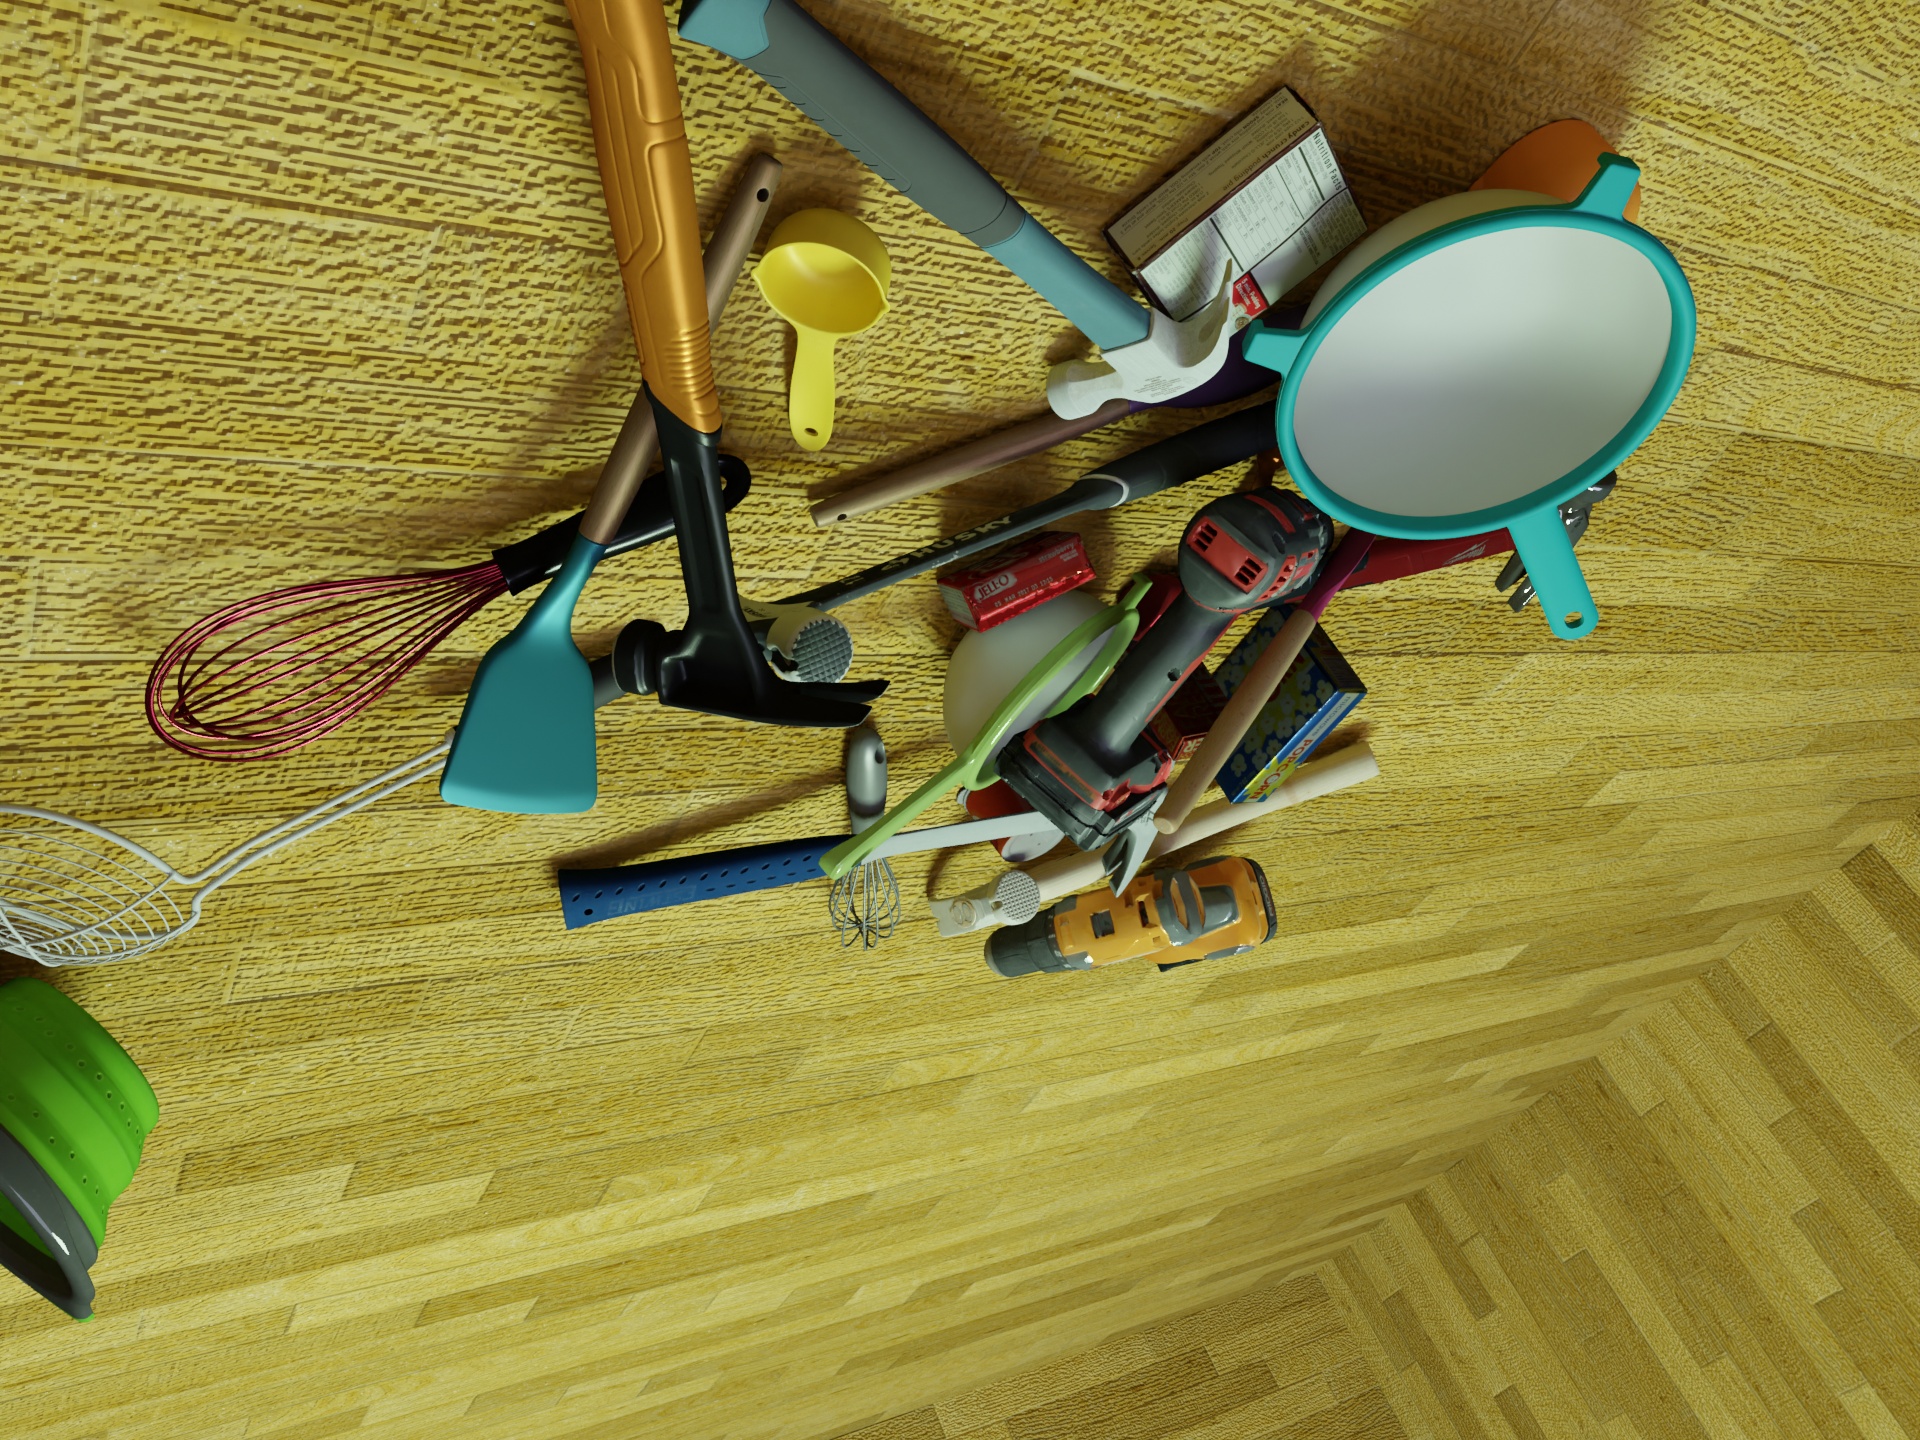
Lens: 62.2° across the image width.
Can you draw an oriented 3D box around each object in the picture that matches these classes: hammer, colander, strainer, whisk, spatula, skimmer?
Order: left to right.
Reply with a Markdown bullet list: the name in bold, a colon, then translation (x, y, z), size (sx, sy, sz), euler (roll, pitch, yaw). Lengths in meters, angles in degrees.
- **colander**: translation (-0.504, 0.143, 0.793), size (0.094, 0.205, 0.396), euler (-47, 147, -40)
- **skimmer**: translation (-0.328, 0.020, 0.817), size (0.363, 0.090, 0.127), euler (-28, 150, -20)
- **whisk**: translation (-0.233, -0.060, 0.747), size (0.296, 0.073, 0.073), euler (-26, 149, -14)
- **spatula**: translation (-0.146, -0.098, 0.706), size (0.082, 0.044, 0.317), euler (9, 119, -44)
- **hammer**: translation (-0.105, -0.144, 0.619), size (0.034, 0.127, 0.336), euler (-56, 149, -48)
- **whisk**: translation (-0.067, 0.086, 1.102), size (0.055, 0.055, 0.238), euler (-17, 143, -17)
- **hammer**: translation (-0.056, 0.089, 1.052), size (0.405, 0.035, 0.144), euler (-9, 136, -12)
- **strainer**: translation (-0.002, -0.003, 0.951), size (0.256, 0.069, 0.151), euler (-38, 166, -27)
- **hammer**: translation (0.007, -0.221, 0.689), size (0.128, 0.033, 0.330), euler (-7, 159, 39)
- **hammer**: translation (0.056, -0.117, 0.858), size (0.409, 0.149, 0.036), euler (-24, 116, -24)
- **spatula**: translation (0.066, -0.163, 0.867), size (0.316, 0.018, 0.059), euler (-22, 149, -12)
- **hammer**: translation (0.169, 0.090, 1.277), size (0.410, 0.038, 0.146), euler (-17, 176, -27)
- **hammer**: translation (0.277, -0.098, 1.110), size (0.386, 0.038, 0.143), euler (-14, 148, -23)
- **strainer**: translation (0.296, -0.169, 0.884), size (0.211, 0.095, 0.340), euler (-23, 139, 20)

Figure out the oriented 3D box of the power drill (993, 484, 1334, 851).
- **power drill**: translation (0.134, -0.043, 0.941), size (0.226, 0.080, 0.188), euler (-55, 166, 23)

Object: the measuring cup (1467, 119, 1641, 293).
- **measuring cup**: translation (0.315, -0.249, 0.903), size (0.095, 0.052, 0.173), euler (-9, 142, -29)

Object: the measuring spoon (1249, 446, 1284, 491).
- **measuring spoon**: translation (0.182, -0.118, 0.994), size (0.021, 0.011, 0.116), euler (-2, 120, -26)

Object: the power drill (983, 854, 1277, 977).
- **power drill**: translation (0.142, 0.169, 1.311), size (0.185, 0.084, 0.226), euler (-21, 166, 30)

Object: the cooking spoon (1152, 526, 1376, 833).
- **cooking spoon**: translation (0.187, -0.044, 0.917), size (0.319, 0.017, 0.068), euler (-50, 173, -36)

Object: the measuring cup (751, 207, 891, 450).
- **measuring cup**: translation (-0.064, -0.177, 0.737), size (0.062, 0.029, 0.156), euler (14, 156, -2)
